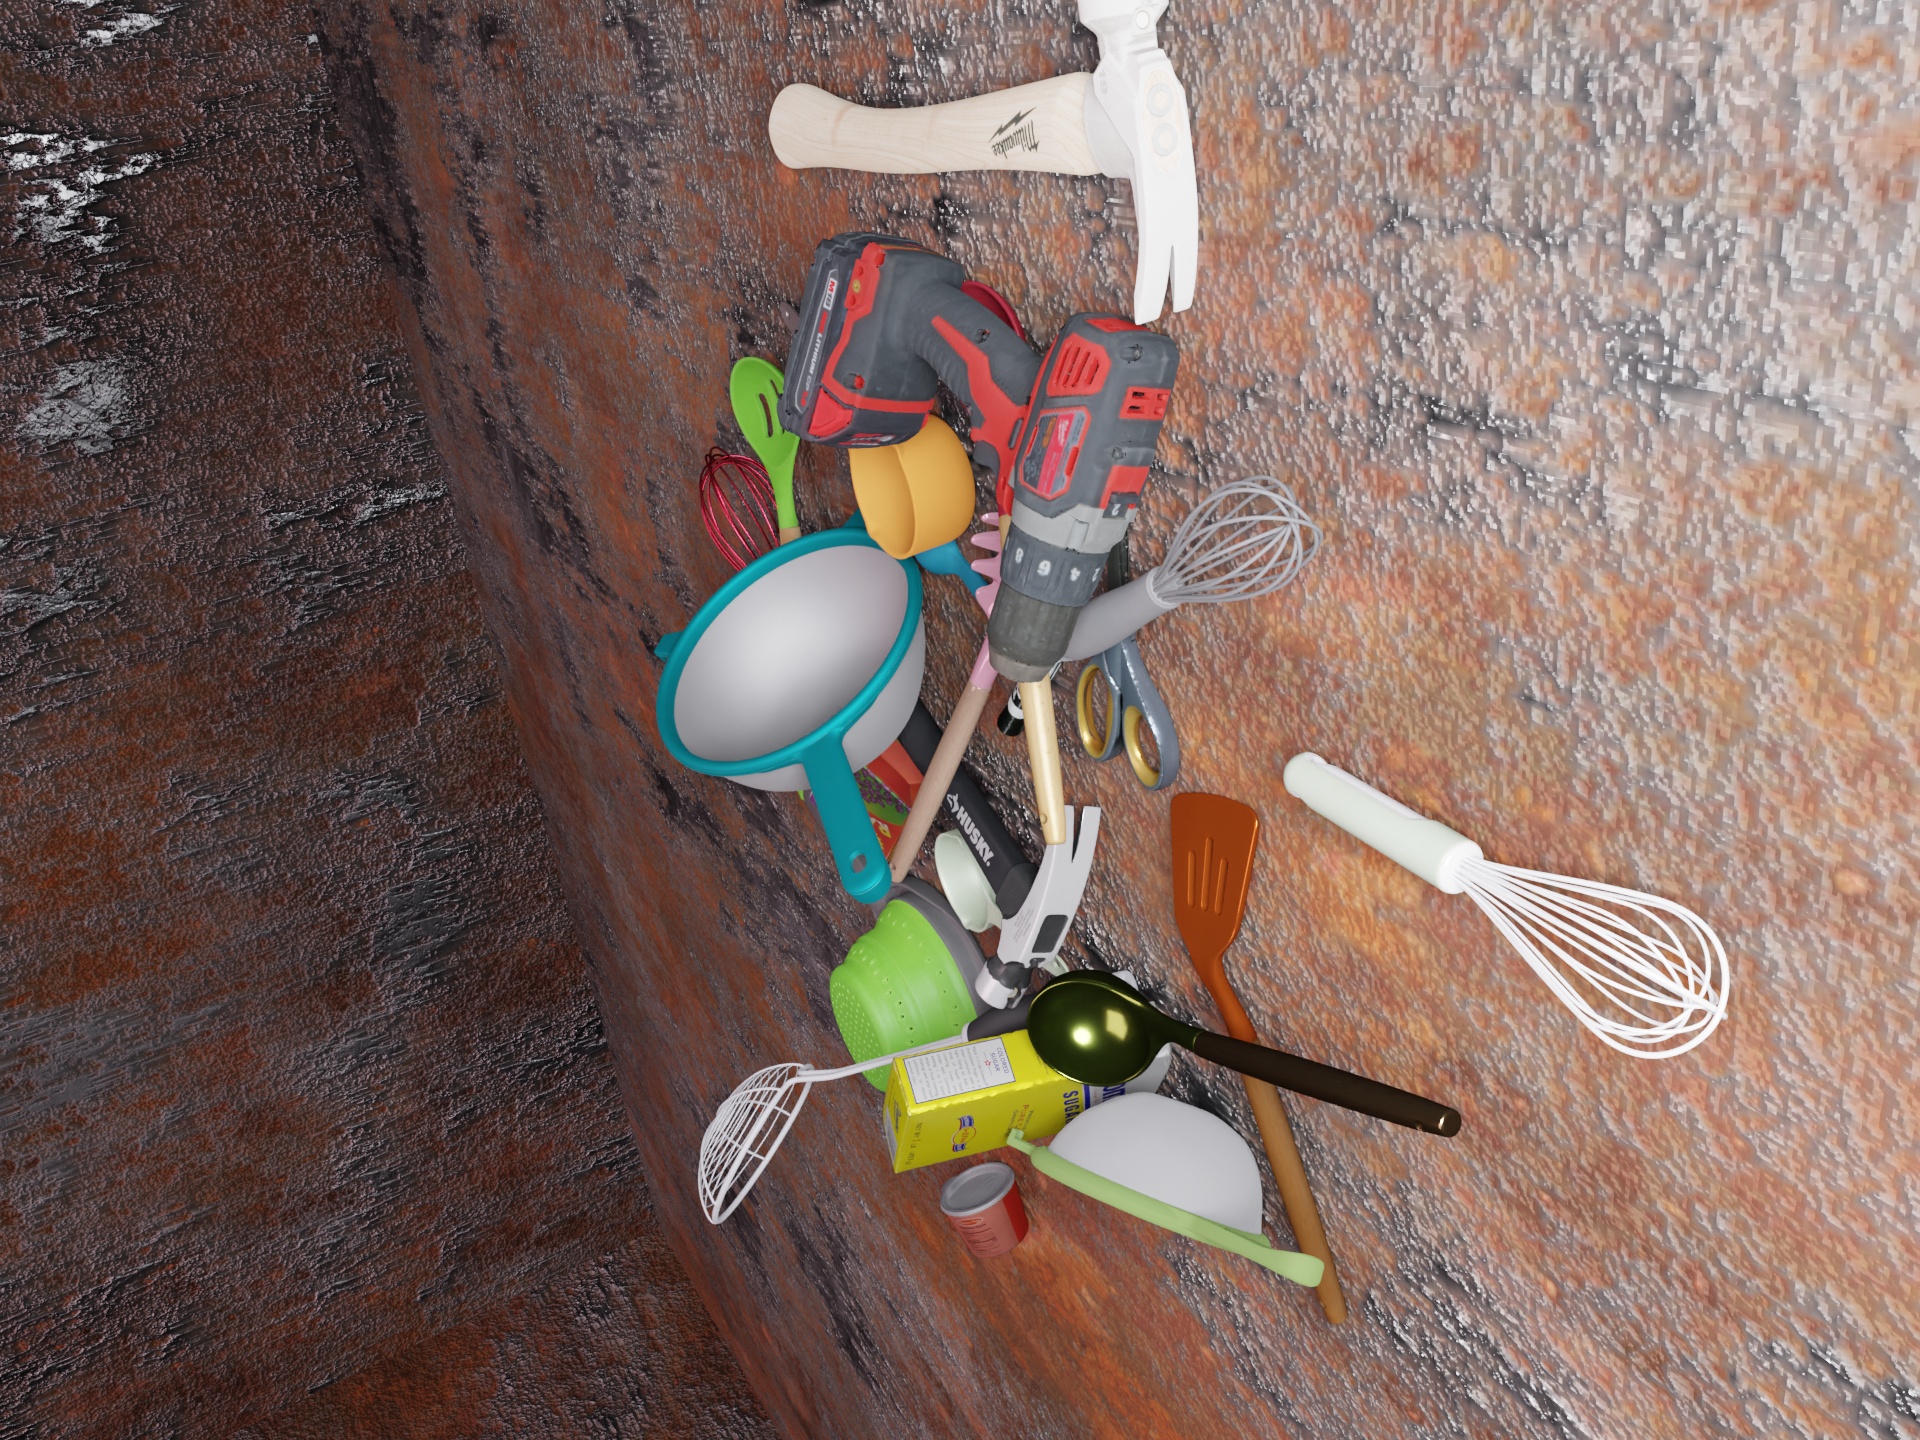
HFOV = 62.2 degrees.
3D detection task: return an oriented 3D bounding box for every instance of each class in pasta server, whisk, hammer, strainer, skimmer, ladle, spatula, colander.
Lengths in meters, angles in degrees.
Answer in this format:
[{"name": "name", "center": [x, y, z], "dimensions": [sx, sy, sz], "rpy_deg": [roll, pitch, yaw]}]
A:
[{"name": "pasta server", "center": [-0.002, -0.003, 1.007], "dimensions": [0.060, 0.040, 0.316], "rpy_deg": [49, 135, 28]}, {"name": "whisk", "center": [0.217, 0.065, 0.669], "dimensions": [0.247, 0.057, 0.059], "rpy_deg": [38, 107, 56]}, {"name": "hammer", "center": [-0.009, -0.306, 0.862], "dimensions": [0.411, 0.038, 0.146], "rpy_deg": [31, 138, 56]}, {"name": "strainer", "center": [0.139, 0.259, 0.908], "dimensions": [0.069, 0.151, 0.256], "rpy_deg": [-69, 16, -11]}, {"name": "skimmer", "center": [-0.033, 0.258, 1.094], "dimensions": [0.363, 0.127, 0.090], "rpy_deg": [-22, 96, 23]}, {"name": "whisk", "center": [-0.130, -0.091, 1.284], "dimensions": [0.296, 0.073, 0.073], "rpy_deg": [62, 157, 1]}, {"name": "ladle", "center": [0.136, 0.183, 0.839], "dimensions": [0.078, 0.062, 0.320], "rpy_deg": [60, 157, -15]}, {"name": "spatula", "center": [0.174, 0.196, 0.893], "dimensions": [0.081, 0.041, 0.322], "rpy_deg": [7, 119, 64]}, {"name": "hammer", "center": [-0.011, 0.030, 1.106], "dimensions": [0.335, 0.035, 0.146], "rpy_deg": [56, 130, 43]}, {"name": "colander", "center": [-0.086, 0.184, 1.359], "dimensions": [0.398, 0.094, 0.204], "rpy_deg": [53, 152, 33]}, {"name": "strainer", "center": [-0.082, 0.013, 1.060], "dimensions": [0.095, 0.211, 0.341], "rpy_deg": [51, -170, -42]}, {"name": "whisk", "center": [0.099, -0.065, 0.791], "dimensions": [0.239, 0.055, 0.055], "rpy_deg": [-29, 83, 64]}, {"name": "ladle", "center": [0.032, -0.088, 0.879], "dimensions": [0.069, 0.031, 0.315], "rpy_deg": [-15, 81, 56]}]

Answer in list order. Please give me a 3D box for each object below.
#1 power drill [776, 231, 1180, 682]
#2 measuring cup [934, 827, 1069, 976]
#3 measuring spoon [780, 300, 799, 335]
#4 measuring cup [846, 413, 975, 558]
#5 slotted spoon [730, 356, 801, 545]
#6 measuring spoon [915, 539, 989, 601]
[{"name": "power drill", "center": [0.002, -0.144, 0.835], "dimensions": [0.227, 0.080, 0.187], "rpy_deg": [36, 120, 37]}, {"name": "measuring cup", "center": [0.039, 0.129, 1.114], "dimensions": [0.168, 0.038, 0.083], "rpy_deg": [37, 141, 48]}, {"name": "measuring spoon", "center": [-0.102, -0.274, 1.126], "dimensions": [0.124, 0.018, 0.034], "rpy_deg": [-128, 28, -49]}, {"name": "measuring cup", "center": [-0.046, -0.186, 1.024], "dimensions": [0.174, 0.052, 0.095], "rpy_deg": [63, 156, 20]}, {"name": "slotted spoon", "center": [-0.130, -0.124, 1.235], "dimensions": [0.070, 0.031, 0.313], "rpy_deg": [0, 102, 42]}, {"name": "measuring spoon", "center": [0.000, -0.088, 1.035], "dimensions": [0.129, 0.021, 0.042], "rpy_deg": [53, 152, 37]}]
